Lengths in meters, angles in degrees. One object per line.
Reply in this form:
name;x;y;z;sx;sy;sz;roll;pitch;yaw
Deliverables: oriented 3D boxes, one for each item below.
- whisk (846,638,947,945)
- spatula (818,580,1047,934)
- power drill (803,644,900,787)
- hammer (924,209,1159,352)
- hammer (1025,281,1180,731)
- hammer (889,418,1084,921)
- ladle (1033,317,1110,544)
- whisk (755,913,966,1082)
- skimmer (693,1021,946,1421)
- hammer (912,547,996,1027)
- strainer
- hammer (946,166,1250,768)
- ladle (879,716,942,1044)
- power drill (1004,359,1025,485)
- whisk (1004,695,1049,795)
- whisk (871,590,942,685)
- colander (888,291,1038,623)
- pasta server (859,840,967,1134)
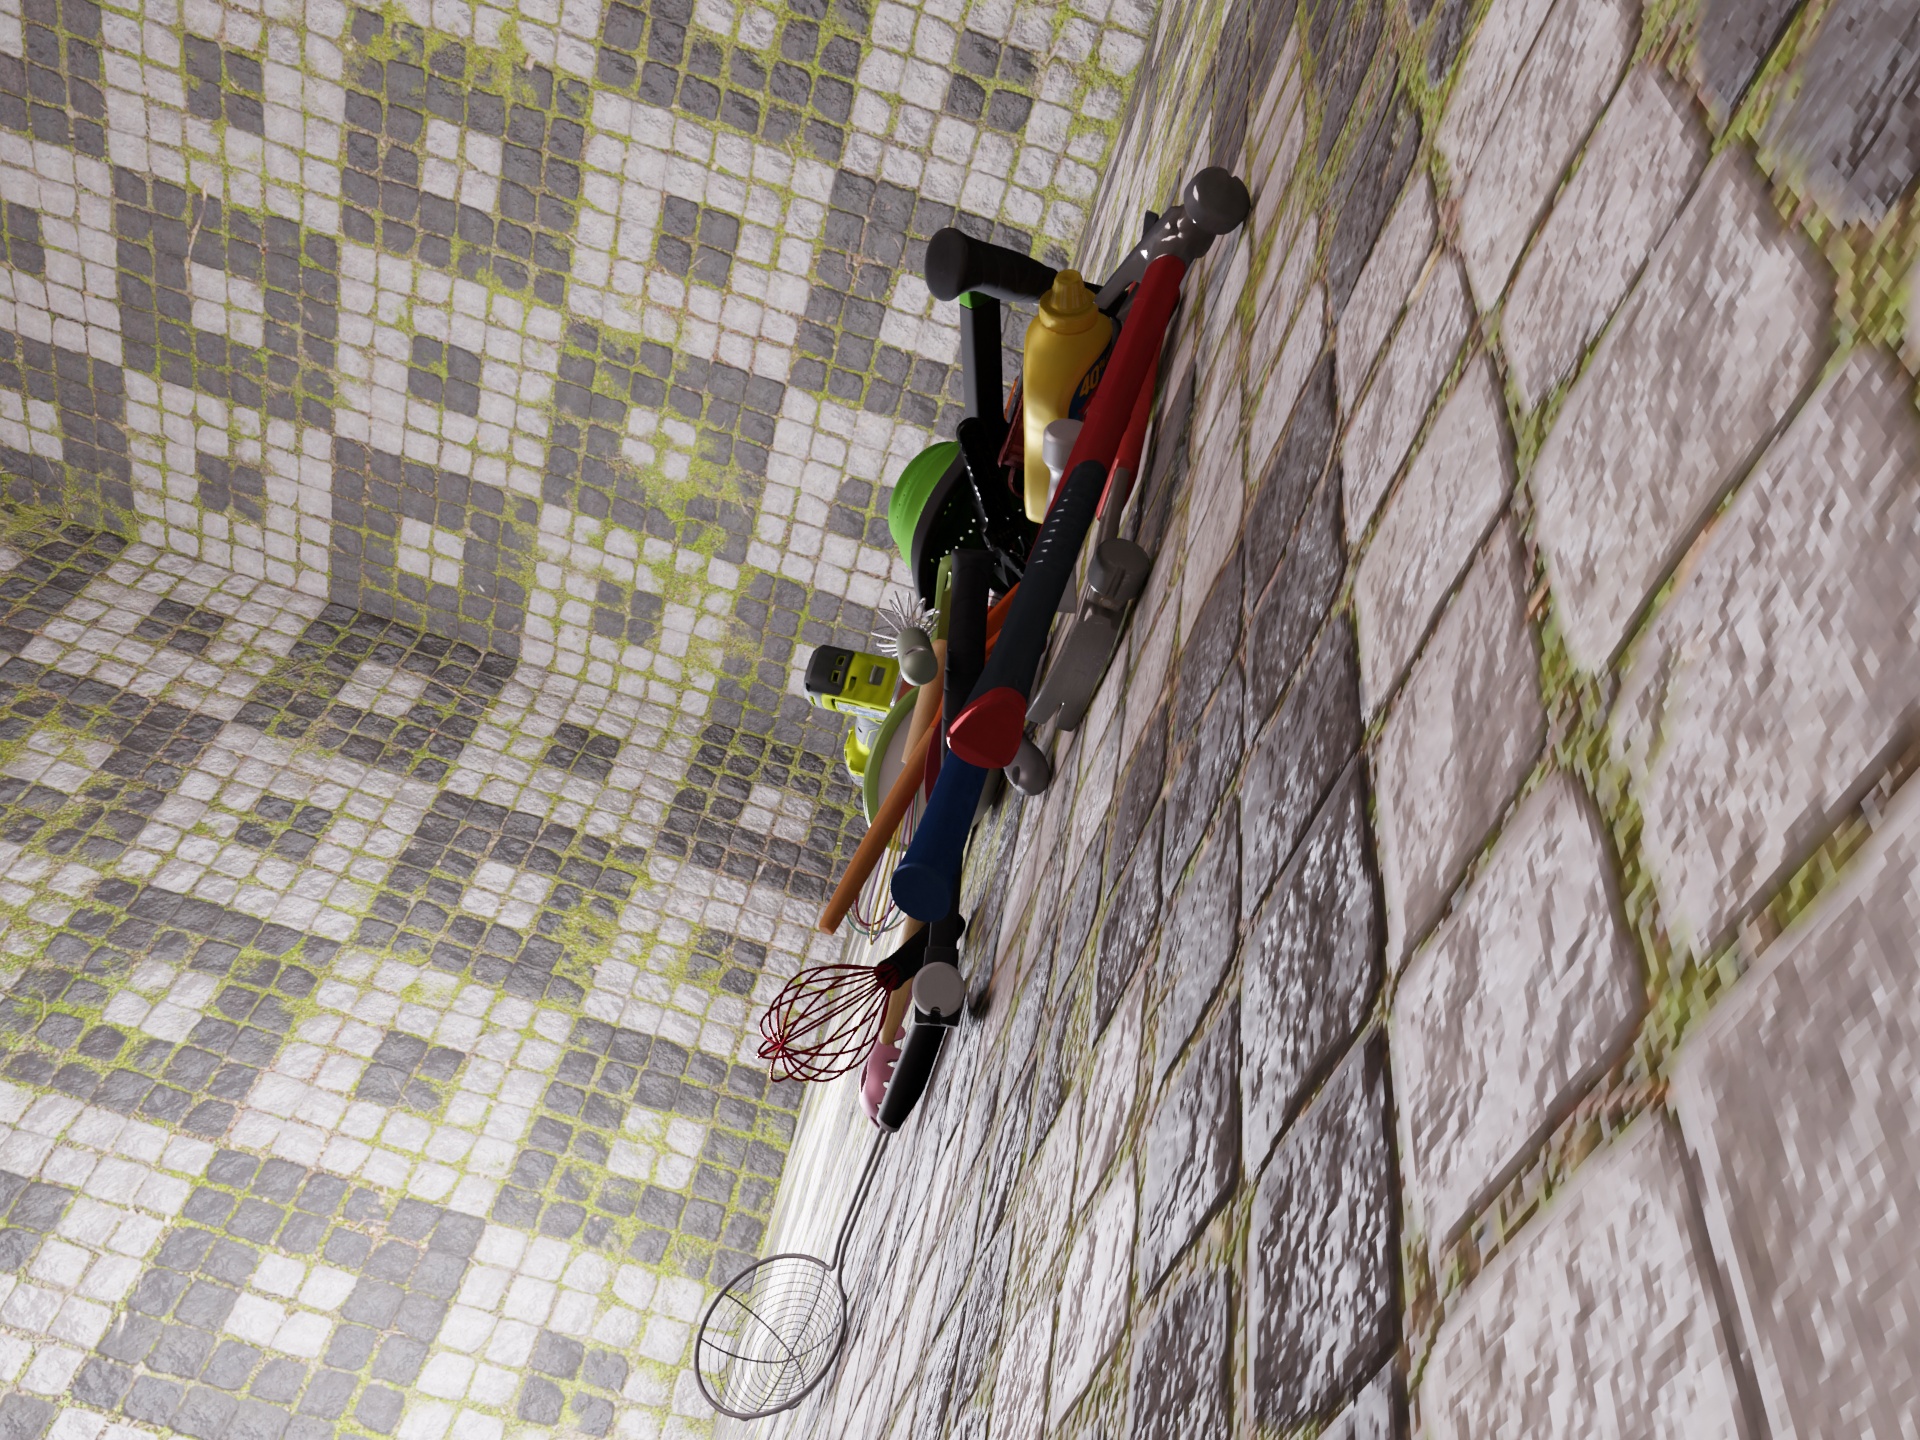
whisk;-0.042;0.056;1.246;0.047;0.051;0.245;19;-96;-56
spatula;-0.020;0.029;1.193;0.323;0.041;0.080;-61;-33;-32
power drill;-0.052;0.006;1.656;0.228;0.190;0.080;80;-156;-65
hammer;0.071;-0.322;1.169;0.409;0.036;0.149;-21;-43;-65
hammer;0.103;-0.165;1.031;0.149;0.036;0.359;112;174;-50
hammer;0.028;-0.029;0.993;0.406;0.035;0.144;-69;-15;-48
ladle;0.097;-0.213;1.417;0.078;0.062;0.320;-90;11;-87
whisk;-0.057;0.183;1.108;0.296;0.073;0.073;-24;-45;-66
skimmer;-0.096;0.346;1.168;0.127;0.090;0.363;40;114;50
hammer;-0.003;0.039;1.068;0.146;0.035;0.335;92;-178;-73
strainer;-0.002;-0.004;1.300;0.151;0.069;0.256;-16;-61;-50
hammer;0.067;-0.140;0.908;0.143;0.038;0.386;-37;27;61
ladle;-0.030;0.131;1.210;0.069;0.031;0.315;-42;-29;-53
power drill;0.095;-0.320;1.588;0.226;0.084;0.164;104;-177;-83
whisk;0.039;0.013;1.109;0.239;0.055;0.055;-109;37;-77
whisk;-0.035;-0.056;1.149;0.246;0.058;0.059;-110;2;-78
colander;-0.003;-0.248;1.417;0.204;0.095;0.396;-39;-34;-28
pasta server;-0.030;0.205;1.370;0.060;0.040;0.316;112;178;-54
